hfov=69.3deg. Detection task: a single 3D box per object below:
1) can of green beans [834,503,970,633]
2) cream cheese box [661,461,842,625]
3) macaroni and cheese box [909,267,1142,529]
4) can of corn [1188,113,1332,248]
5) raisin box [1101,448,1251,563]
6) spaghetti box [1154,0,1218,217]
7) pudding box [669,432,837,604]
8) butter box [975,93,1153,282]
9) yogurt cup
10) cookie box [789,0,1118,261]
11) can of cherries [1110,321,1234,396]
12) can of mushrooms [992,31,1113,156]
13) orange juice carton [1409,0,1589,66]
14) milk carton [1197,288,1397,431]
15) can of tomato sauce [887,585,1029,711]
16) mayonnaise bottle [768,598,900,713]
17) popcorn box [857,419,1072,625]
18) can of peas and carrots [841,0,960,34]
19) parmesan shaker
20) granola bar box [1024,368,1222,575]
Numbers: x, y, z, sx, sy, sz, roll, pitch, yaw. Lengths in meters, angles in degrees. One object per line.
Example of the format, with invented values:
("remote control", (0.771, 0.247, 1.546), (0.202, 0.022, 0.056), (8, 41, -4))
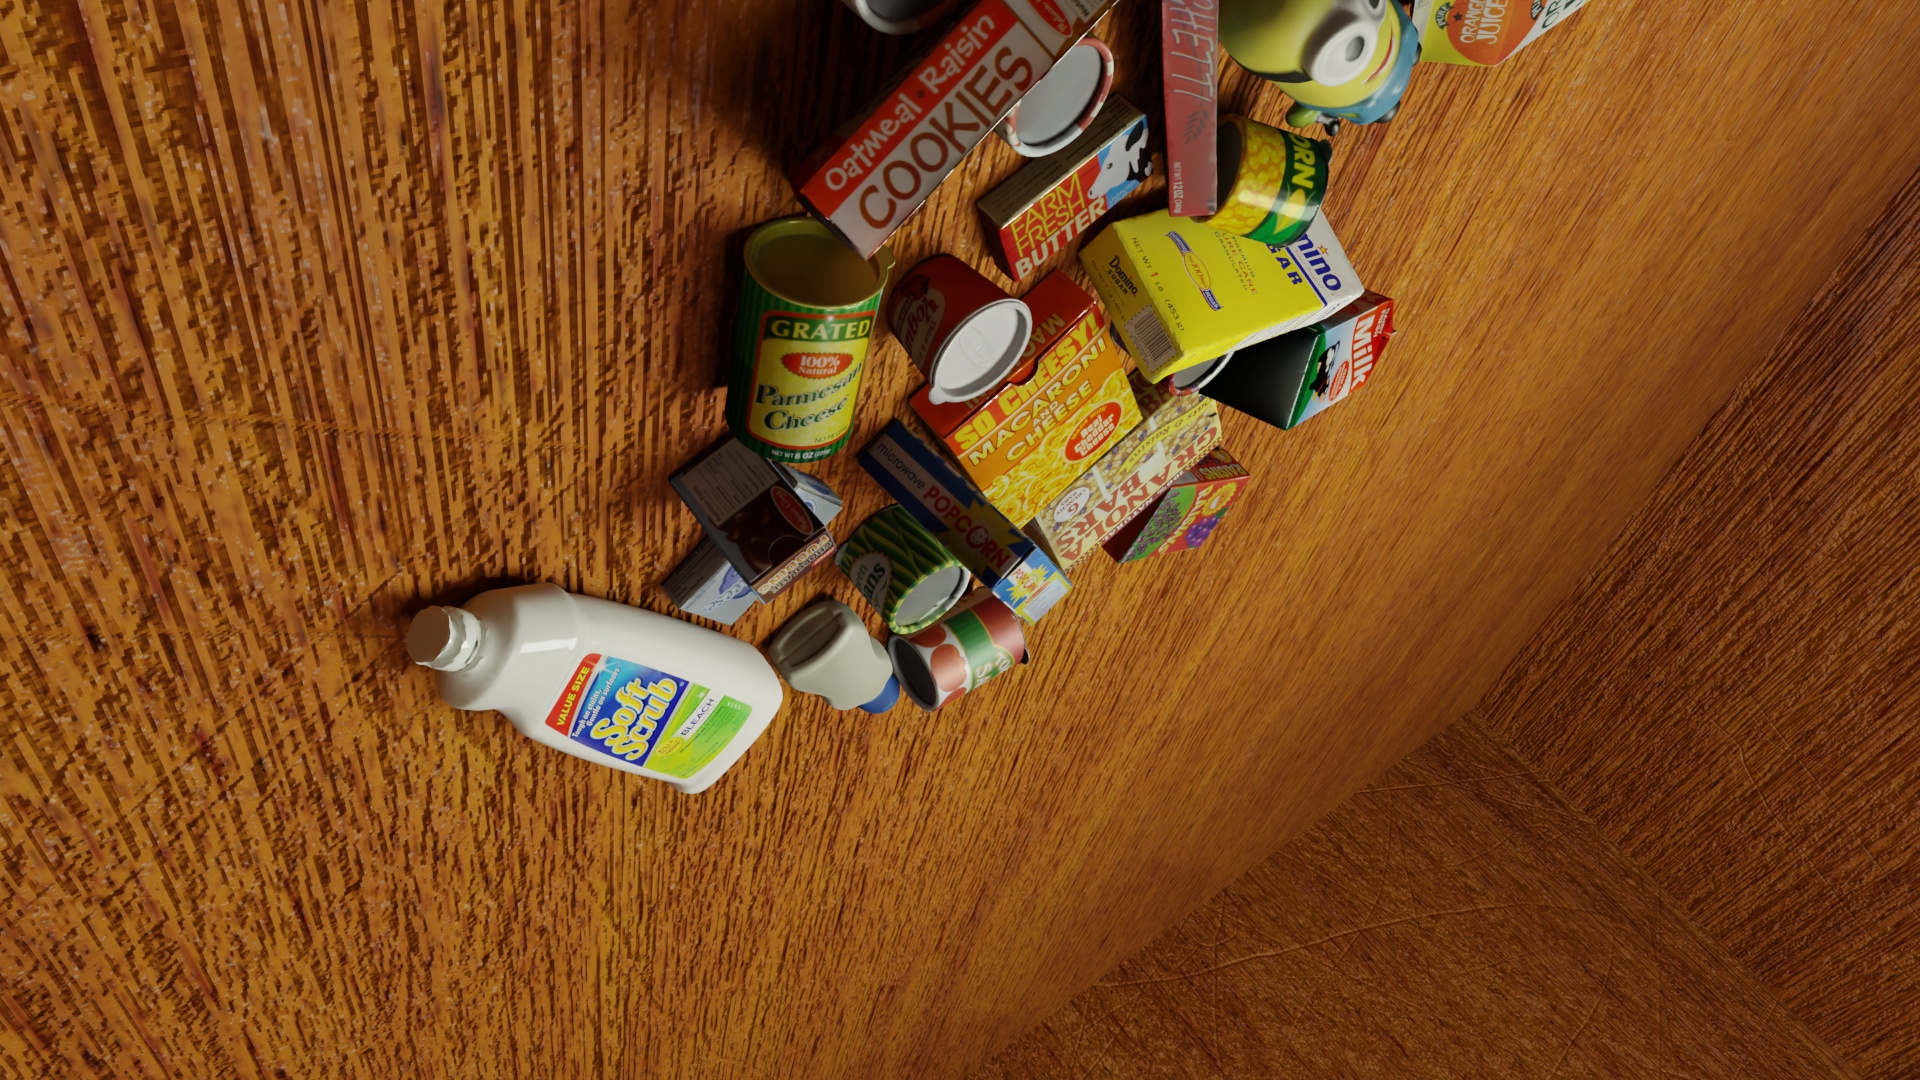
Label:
("can of green beans", (-0.036, 0.019, 0.911), (0.071, 0.058, 0.071), (-32, 152, -19))
("cream cheese box", (-0.120, 0.003, 0.808), (0.103, 0.024, 0.053), (-46, 154, 8))
("macaroni and cheese box", (0.048, -0.083, 0.891), (0.124, 0.040, 0.166), (-42, 154, -1))
("can of corn", (0.173, -0.213, 0.814), (0.058, 0.071, 0.070), (10, 129, -23))
("raisin box", (0.176, -0.030, 1.153), (0.124, 0.040, 0.085), (-9, 138, -47))
("spaghetti box", (0.112, -0.260, 0.692), (0.029, 0.050, 0.249), (-6, 153, 7))
("pudding box", (-0.109, -0.013, 0.730), (0.050, 0.084, 0.030), (-38, 154, -8))
("butter box", (0.058, -0.191, 0.756), (0.103, 0.024, 0.053), (-40, 154, -6))
("yogurt cup", (-0.003, -0.117, 0.752), (0.072, 0.054, 0.072), (-32, 153, -19))
("cookie box", (-0.001, -0.193, 0.577), (0.167, 0.040, 0.123), (-45, -163, 6))
("can of cherries", (0.142, -0.138, 0.916), (0.072, 0.058, 0.071), (-33, 153, -19))
("can of mushrooms", (0.040, -0.224, 0.672), (0.071, 0.033, 0.070), (-32, 153, -19))
("orange juice carton", (0.341, -0.357, 0.839), (0.193, 0.073, 0.071), (-35, 154, -12))
("milk carton", (0.253, -0.146, 1.006), (0.191, 0.072, 0.073), (-28, 138, -50))
("can of tomato sauce", (-0.002, 0.083, 1.043), (0.083, 0.071, 0.070), (-27, 150, -27))
("mayonnaise bottle", (-0.081, 0.089, 0.978), (0.065, 0.041, 0.147), (-40, 155, -2))
("popcorn box", (0.003, -0.011, 0.841), (0.038, 0.127, 0.085), (-46, 154, 0))
("can of peas and carrots", (-0.029, -0.237, 0.526), (0.071, 0.059, 0.070), (-33, 153, -19))
("parmesan shaker", (-0.074, -0.095, 0.671), (0.071, 0.071, 0.102), (-24, 149, -32))
("granola bar box", (0.117, -0.058, 1.027), (0.165, 0.039, 0.124), (-41, 154, -3))
